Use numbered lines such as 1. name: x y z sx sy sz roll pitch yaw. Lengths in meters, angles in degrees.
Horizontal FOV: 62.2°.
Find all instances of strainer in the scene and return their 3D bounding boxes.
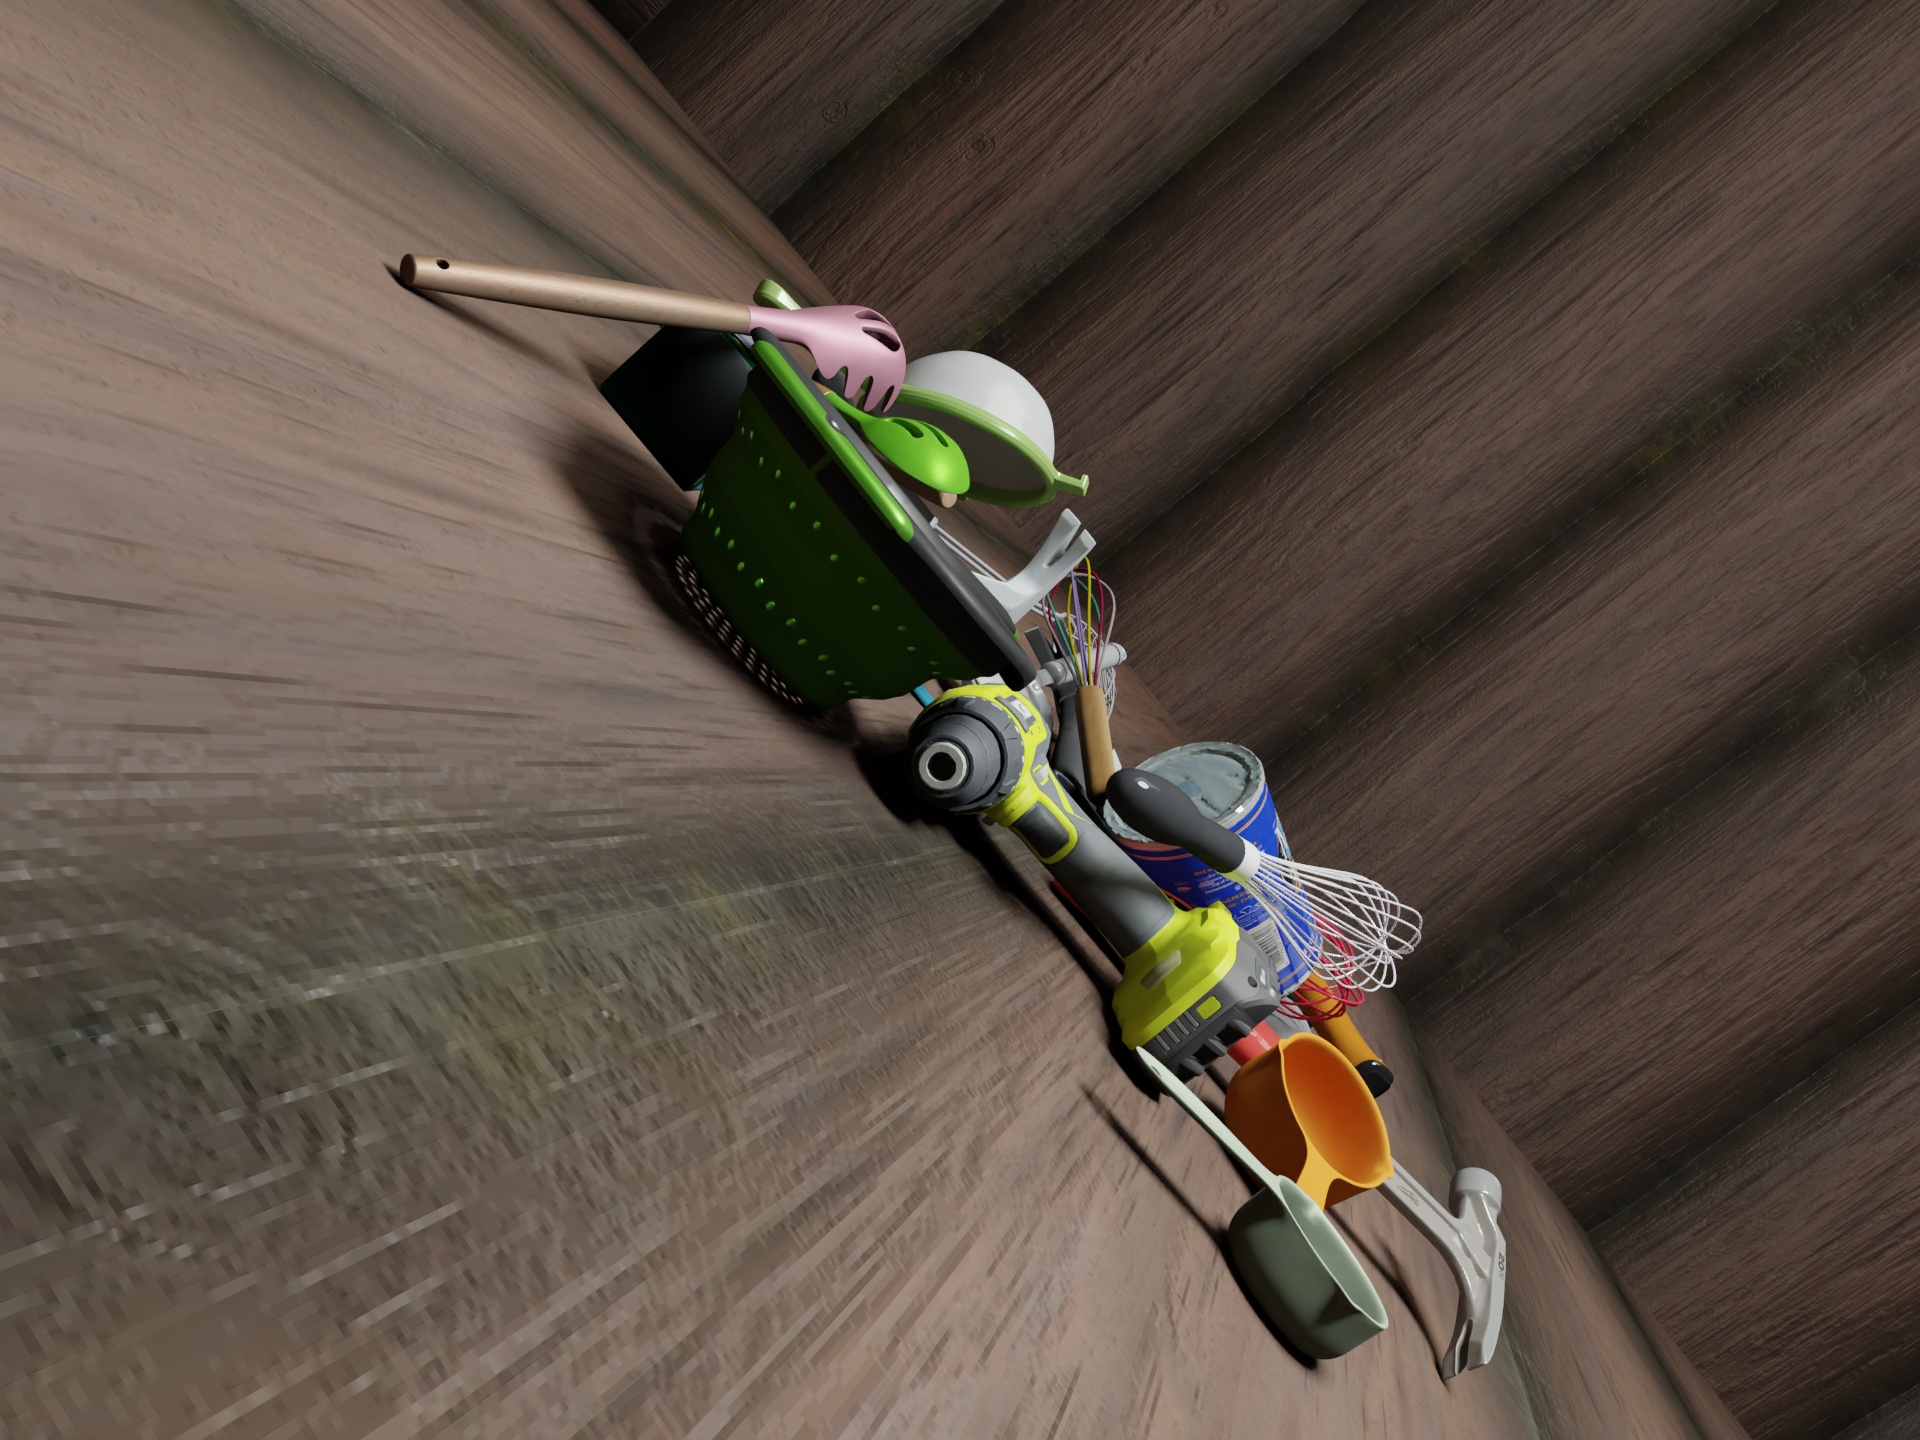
1. strainer: -0.029 -0.235 1.074 0.256 0.069 0.151 33 -15 -34
2. strainer: 0.063 -0.030 1.164 0.087 0.050 0.258 54 32 11

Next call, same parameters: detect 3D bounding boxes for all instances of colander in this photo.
1. colander: -0.044 -0.062 0.816 0.205 0.094 0.397 53 5 14

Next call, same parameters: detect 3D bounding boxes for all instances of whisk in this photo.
1. whisk: 0.088 -0.035 1.120 0.051 0.047 0.245 33 33 -28
2. whisk: 0.184 0.129 1.151 0.073 0.073 0.296 43 -3 -38
3. whisk: 0.165 0.086 0.860 0.284 0.070 0.070 31 20 -41

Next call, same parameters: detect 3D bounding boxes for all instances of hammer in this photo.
1. hammer: 0.258 0.181 1.263 0.127 0.034 0.337 47 10 -25
2. hammer: -0.032 -0.103 0.990 0.035 0.144 0.405 53 16 17
3. hammer: 0.189 0.215 0.937 0.359 0.036 0.149 45 34 -5
4. hammer: 0.084 0.014 1.230 0.335 0.035 0.146 -66 134 -76

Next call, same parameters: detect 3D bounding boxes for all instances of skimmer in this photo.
1. skimmer: 0.003 -0.116 1.433 0.363 0.090 0.127 39 30 -8

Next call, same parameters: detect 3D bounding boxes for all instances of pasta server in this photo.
1. pasta server: -0.132 -0.195 0.782 0.316 0.040 0.060 -7 64 -50

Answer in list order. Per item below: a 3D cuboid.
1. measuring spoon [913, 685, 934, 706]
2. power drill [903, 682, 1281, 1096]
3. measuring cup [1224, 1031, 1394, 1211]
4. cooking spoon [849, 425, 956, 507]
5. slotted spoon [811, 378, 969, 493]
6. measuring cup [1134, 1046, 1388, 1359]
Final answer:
1. measuring spoon: -0.002 -0.003 0.994 0.128 0.021 0.042 50 9 -11
2. power drill: 0.059 0.075 0.817 0.228 0.080 0.190 48 9 3
3. measuring cup: 0.167 0.236 0.820 0.095 0.052 0.174 49 34 -4
4. cooking spoon: -0.098 -0.210 1.125 0.319 0.017 0.068 37 -5 44
5. slotted spoon: -0.105 -0.219 1.054 0.070 0.031 0.314 -2 27 -48
6. measuring cup: 0.120 0.211 0.695 0.167 0.038 0.083 47 9 -8
